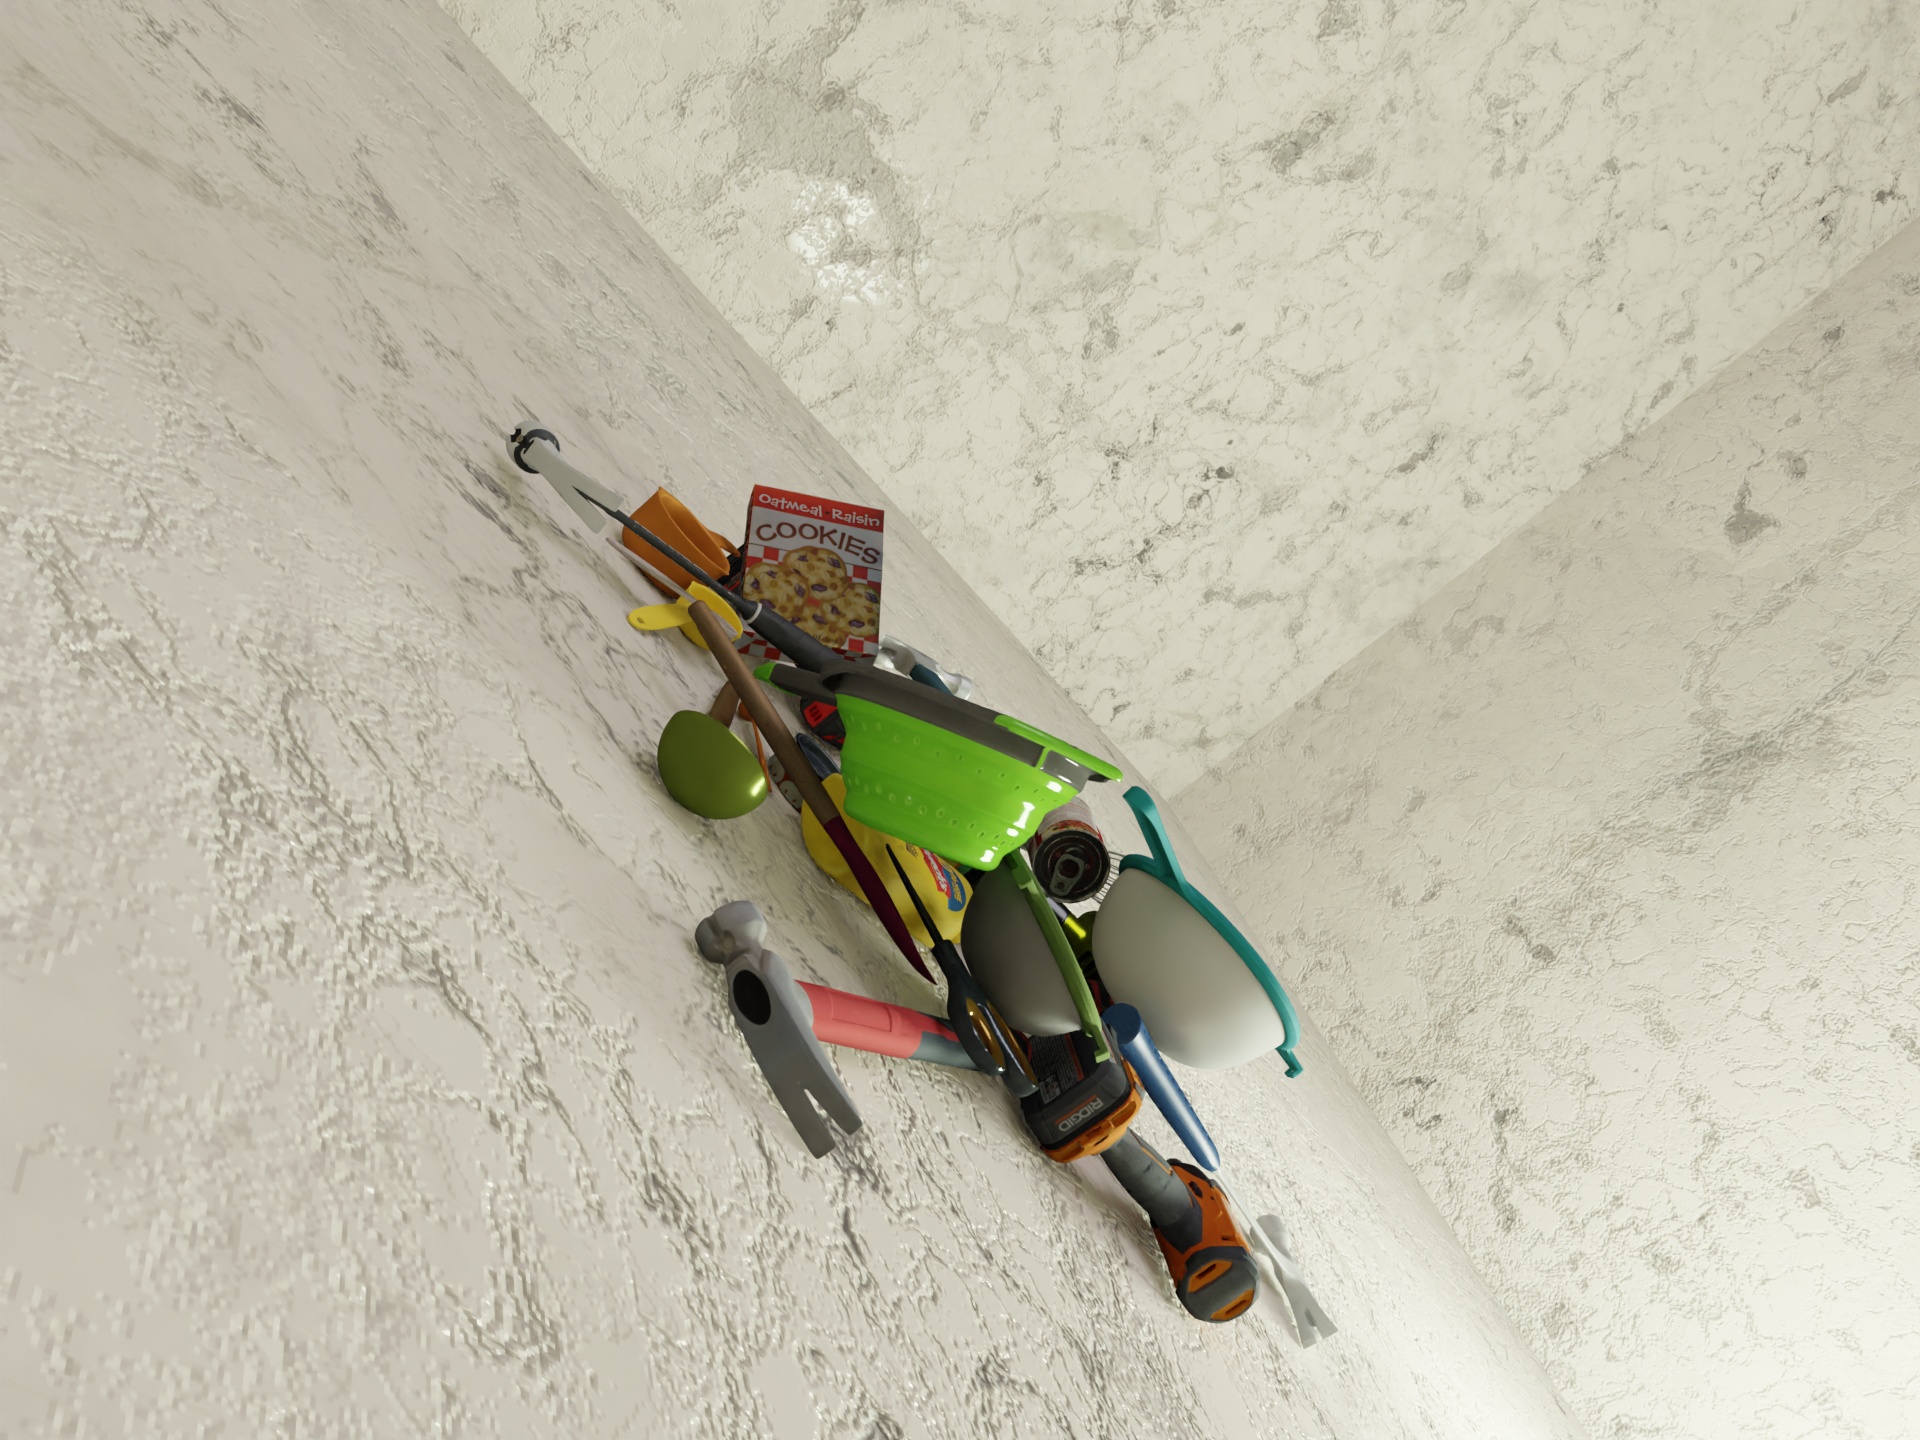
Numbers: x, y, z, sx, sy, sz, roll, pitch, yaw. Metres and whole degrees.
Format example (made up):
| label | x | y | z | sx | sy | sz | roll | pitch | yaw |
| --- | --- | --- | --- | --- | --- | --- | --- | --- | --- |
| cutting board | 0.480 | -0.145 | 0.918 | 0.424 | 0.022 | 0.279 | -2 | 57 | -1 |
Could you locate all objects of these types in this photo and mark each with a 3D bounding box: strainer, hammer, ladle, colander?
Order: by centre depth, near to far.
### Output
| label | x | y | z | sx | sy | sz | roll | pitch | yaw |
| --- | --- | --- | --- | --- | --- | --- | --- | --- | --- |
| hammer | -0.028 | 0.208 | 0.993 | 0.143 | 0.038 | 0.386 | 57 | 10 | 26 |
| ladle | -0.163 | 0.001 | 1.111 | 0.078 | 0.062 | 0.320 | 49 | 6 | -12 |
| colander | -0.058 | 0.027 | 1.123 | 0.204 | 0.094 | 0.397 | 25 | -6 | -35 |
| strainer | 0.030 | 0.158 | 1.179 | 0.256 | 0.069 | 0.151 | -140 | -155 | -77 |
| hammer | -0.172 | -0.093 | 1.251 | 0.408 | 0.036 | 0.149 | 37 | 2 | -41 |
| strainer | 0.158 | 0.181 | 1.290 | 0.211 | 0.095 | 0.340 | 39 | -16 | 41 |
| hammer | 0.220 | 0.384 | 1.355 | 0.405 | 0.035 | 0.144 | 57 | 5 | -32 |
| hammer | -0.002 | -0.005 | 1.464 | 0.128 | 0.033 | 0.331 | 29 | 9 | -25 |

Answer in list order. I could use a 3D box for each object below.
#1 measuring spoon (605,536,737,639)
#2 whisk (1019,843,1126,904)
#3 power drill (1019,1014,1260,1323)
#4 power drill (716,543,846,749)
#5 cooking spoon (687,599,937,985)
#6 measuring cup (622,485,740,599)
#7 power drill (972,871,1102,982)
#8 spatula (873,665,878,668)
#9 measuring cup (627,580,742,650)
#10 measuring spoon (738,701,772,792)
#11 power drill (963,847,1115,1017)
| label | x | y | z | sx | sy | sz | roll | pitch | yaw |
| --- | --- | --- | --- | --- | --- | --- | --- | --- | --- |
| measuring spoon | -0.226 | -0.099 | 1.227 | 0.124 | 0.018 | 0.034 | 37 | 6 | -6 |
| whisk | 0.088 | 0.130 | 1.629 | 0.246 | 0.058 | 0.059 | 25 | 11 | 29 |
| power drill | 0.132 | 0.327 | 1.201 | 0.226 | 0.084 | 0.164 | 52 | 5 | -16 |
| power drill | -0.134 | -0.064 | 1.481 | 0.220 | 0.078 | 0.143 | 57 | 11 | 21 |
| cooking spoon | -0.103 | 0.049 | 1.100 | 0.319 | 0.017 | 0.068 | 57 | -5 | 11 |
| measuring cup | -0.233 | -0.142 | 1.362 | 0.095 | 0.052 | 0.173 | 52 | 6 | 6 |
| power drill | 0.061 | 0.161 | 1.538 | 0.228 | 0.080 | 0.190 | 47 | 1 | -9 |
| spatula | -0.077 | -0.039 | 1.577 | 0.316 | 0.018 | 0.059 | 35 | 2 | 20 |
| measuring cup | -0.224 | -0.076 | 1.247 | 0.062 | 0.029 | 0.156 | 50 | 20 | 8 |
| measuring spoon | -0.157 | 0.019 | 1.211 | 0.117 | 0.011 | 0.021 | -114 | -167 | -52 |
| power drill | 0.070 | 0.216 | 1.359 | 0.226 | 0.080 | 0.188 | 53 | 8 | -7 |
